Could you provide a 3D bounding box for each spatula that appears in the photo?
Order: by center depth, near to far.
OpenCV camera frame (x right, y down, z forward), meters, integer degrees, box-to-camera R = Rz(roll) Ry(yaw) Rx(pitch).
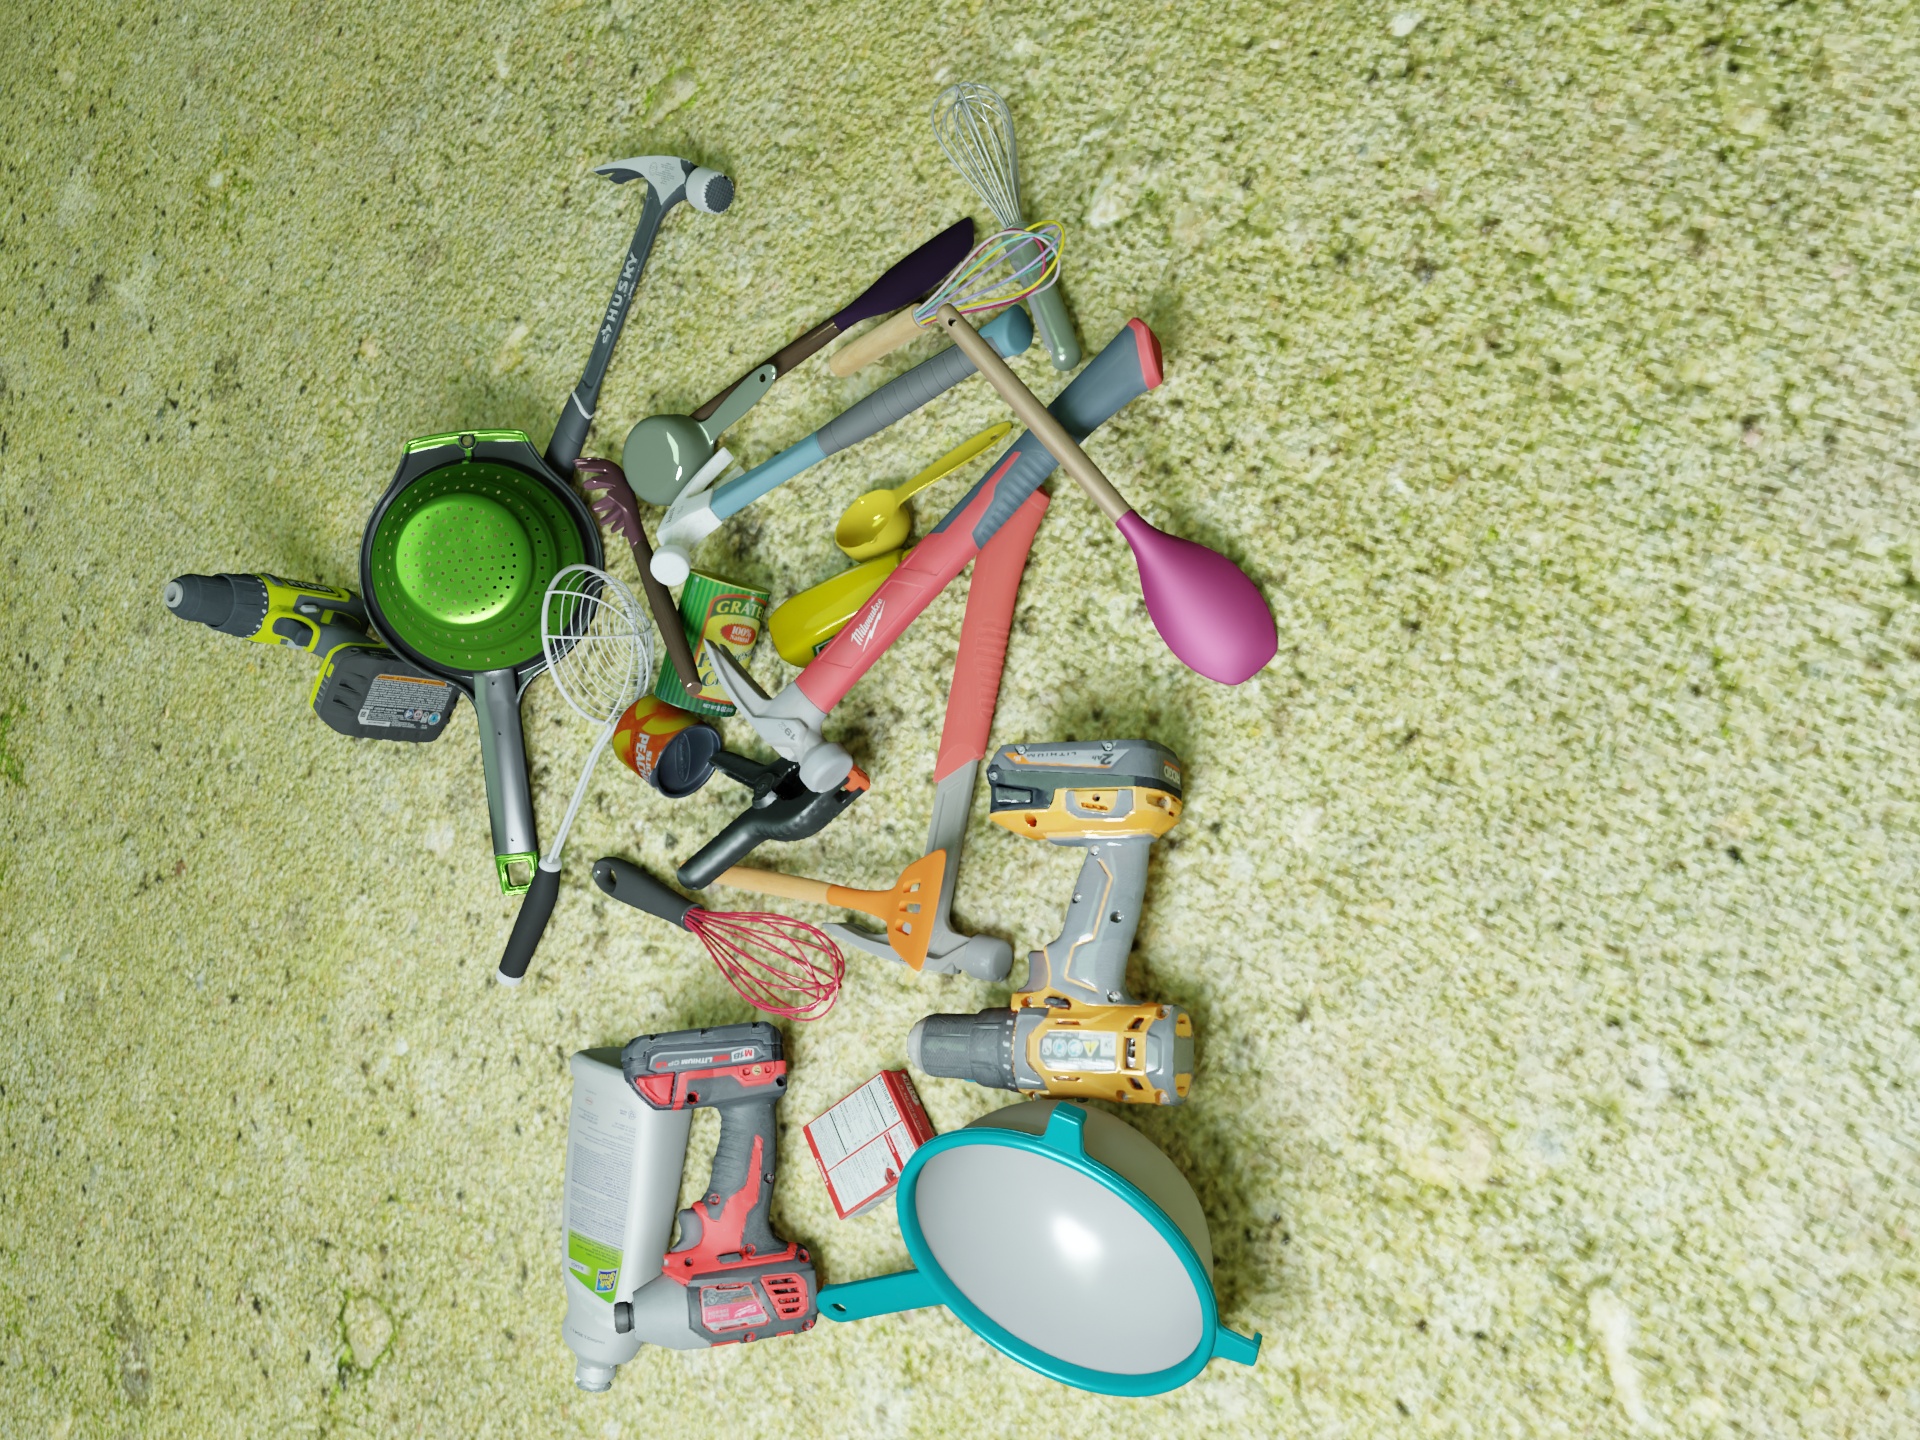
[{"bbox_3d":[-0.113,0.120,1.145,0.323,0.041,0.081,3,78,46],"label":"spatula"},{"bbox_3d":[-0.115,-0.299,1.255,0.316,0.018,0.060,-26,47,28],"label":"spatula"}]

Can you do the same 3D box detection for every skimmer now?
[{"bbox_3d":[-0.338,0.052,1.301,0.090,0.127,0.363,30,110,13],"label":"skimmer"}]

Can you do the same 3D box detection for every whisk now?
[{"bbox_3d":[0.037,-0.360,1.153,0.059,0.057,0.246,-18,75,-5],"label":"whisk"},{"bbox_3d":[-0.015,-0.299,1.154,0.245,0.051,0.047,-17,90,45],"label":"whisk"},{"bbox_3d":[-0.193,0.157,1.221,0.296,0.073,0.073,18,93,40],"label":"whisk"}]

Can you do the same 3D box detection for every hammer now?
[{"bbox_3d":[-0.014,-0.134,1.102,0.386,0.038,0.143,-46,69,10],"label":"hammer"},{"bbox_3d":[-0.002,-0.004,1.131,0.149,0.036,0.359,10,89,34],"label":"hammer"},{"bbox_3d":[-0.091,-0.215,1.195,0.331,0.033,0.128,-27,33,20],"label":"hammer"},{"bbox_3d":[-0.326,-0.296,1.385,0.149,0.036,0.409,28,99,34],"label":"hammer"}]

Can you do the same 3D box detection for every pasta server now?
[{"bbox_3d":[-0.254,-0.118,1.257,0.040,0.060,0.317,-20,45,-9],"label":"pasta server"}]

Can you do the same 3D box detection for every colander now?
[{"bbox_3d":[-0.394,-0.048,1.316,0.204,0.094,0.397,-7,92,-5],"label":"colander"}]

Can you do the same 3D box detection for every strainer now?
[{"bbox_3d":[0.031,0.330,1.025,0.340,0.095,0.211,-30,102,42],"label":"strainer"}]

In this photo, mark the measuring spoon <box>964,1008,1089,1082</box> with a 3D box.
[{"bbox_3d":[0.050,0.221,1.079,0.128,0.021,0.042,-32,63,35],"label":"measuring spoon"}]

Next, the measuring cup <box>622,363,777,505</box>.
[{"bbox_3d":[-0.212,-0.235,1.282,0.167,0.038,0.083,-34,80,32],"label":"measuring cup"}]

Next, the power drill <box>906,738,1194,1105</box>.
[{"bbox_3d":[0.057,0.131,1.026,0.185,0.084,0.226,-3,78,23],"label":"power drill"}]

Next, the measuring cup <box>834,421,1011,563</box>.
[{"bbox_3d":[-0.022,-0.168,1.176,0.156,0.029,0.062,-32,40,11],"label":"measuring cup"}]

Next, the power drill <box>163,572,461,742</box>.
[{"bbox_3d":[-0.577,-0.067,1.426,0.229,0.190,0.080,30,101,28],"label":"power drill"}]

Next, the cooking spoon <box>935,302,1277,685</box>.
[{"bbox_3d":[0.090,-0.153,1.041,0.068,0.017,0.319,-42,84,14],"label":"cooking spoon"}]

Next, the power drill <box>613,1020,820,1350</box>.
[{"bbox_3d":[-0.183,0.334,1.140,0.078,0.143,0.220,130,134,-71],"label":"power drill"}]
